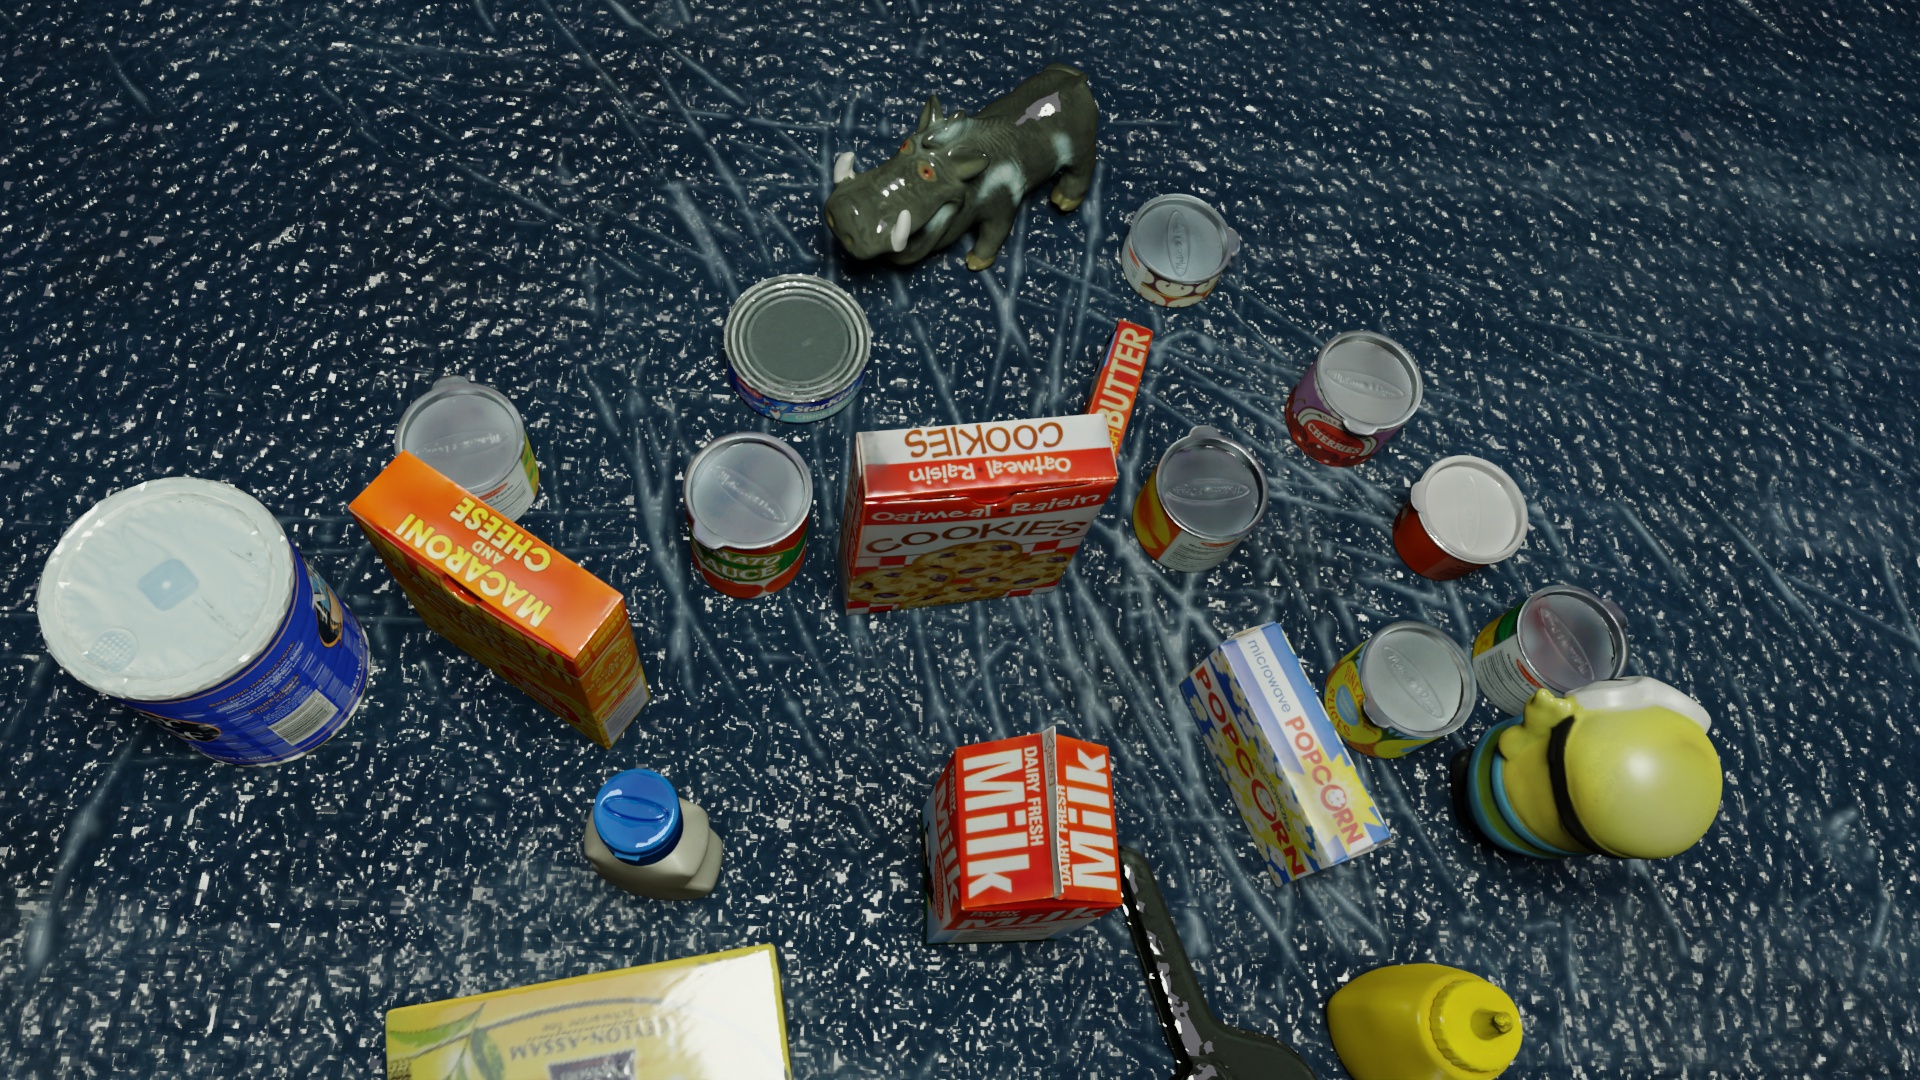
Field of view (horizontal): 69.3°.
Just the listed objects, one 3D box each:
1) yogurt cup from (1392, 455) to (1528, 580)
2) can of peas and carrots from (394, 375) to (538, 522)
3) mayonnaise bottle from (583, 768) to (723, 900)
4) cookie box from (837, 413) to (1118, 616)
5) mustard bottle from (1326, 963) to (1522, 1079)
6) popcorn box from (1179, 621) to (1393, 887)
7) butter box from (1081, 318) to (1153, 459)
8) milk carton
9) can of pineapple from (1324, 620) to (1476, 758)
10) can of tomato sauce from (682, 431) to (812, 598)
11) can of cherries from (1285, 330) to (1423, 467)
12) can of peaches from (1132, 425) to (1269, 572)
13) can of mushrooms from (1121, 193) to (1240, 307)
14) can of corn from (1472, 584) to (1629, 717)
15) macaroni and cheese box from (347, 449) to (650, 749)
[{"bbox_3d":[0.295,-0.010,0.830,0.072,0.053,0.072,3,68,-7],"label":"yogurt cup"},{"bbox_3d":[-0.269,-0.046,0.759,0.071,0.058,0.071,3,68,-7],"label":"can of peas and carrots"},{"bbox_3d":[-0.146,0.140,0.654,0.065,0.147,0.041,12,67,-4],"label":"mayonnaise bottle"},{"bbox_3d":[0.003,-0.009,0.725,0.123,0.166,0.040,-6,70,-10],"label":"cookie box"},{"bbox_3d":[0.227,0.235,0.663,0.049,0.159,0.065,-21,73,-15],"label":"mustard bottle"},{"bbox_3d":[0.170,0.116,0.744,0.038,0.085,0.127,-20,72,-15],"label":"popcorn box"},{"bbox_3d":[0.086,-0.075,0.826,0.024,0.053,0.104,19,67,0],"label":"butter box"},{"bbox_3d":[0.027,0.144,0.654,0.073,0.189,0.072,1,69,-8],"label":"milk carton"},{"bbox_3d":[0.244,0.086,0.782,0.071,0.057,0.071,3,68,-7],"label":"can of pineapple"},{"bbox_3d":[-0.116,-0.010,0.754,0.071,0.082,0.071,3,68,-7],"label":"can of tomato sauce"},{"bbox_3d":[0.238,-0.084,0.849,0.071,0.058,0.072,3,68,-7],"label":"can of cherries"},{"bbox_3d":[0.139,-0.023,0.810,0.071,0.058,0.071,3,68,-7],"label":"can of peaches"},{"bbox_3d":[0.140,-0.185,0.889,0.071,0.033,0.071,3,68,-7],"label":"can of mushrooms"},{"bbox_3d":[0.342,0.065,0.804,0.071,0.058,0.071,3,68,-7],"label":"can of corn"},{"bbox_3d":[-0.217,0.036,0.675,0.124,0.165,0.040,33,68,5],"label":"macaroni and cheese box"}]
